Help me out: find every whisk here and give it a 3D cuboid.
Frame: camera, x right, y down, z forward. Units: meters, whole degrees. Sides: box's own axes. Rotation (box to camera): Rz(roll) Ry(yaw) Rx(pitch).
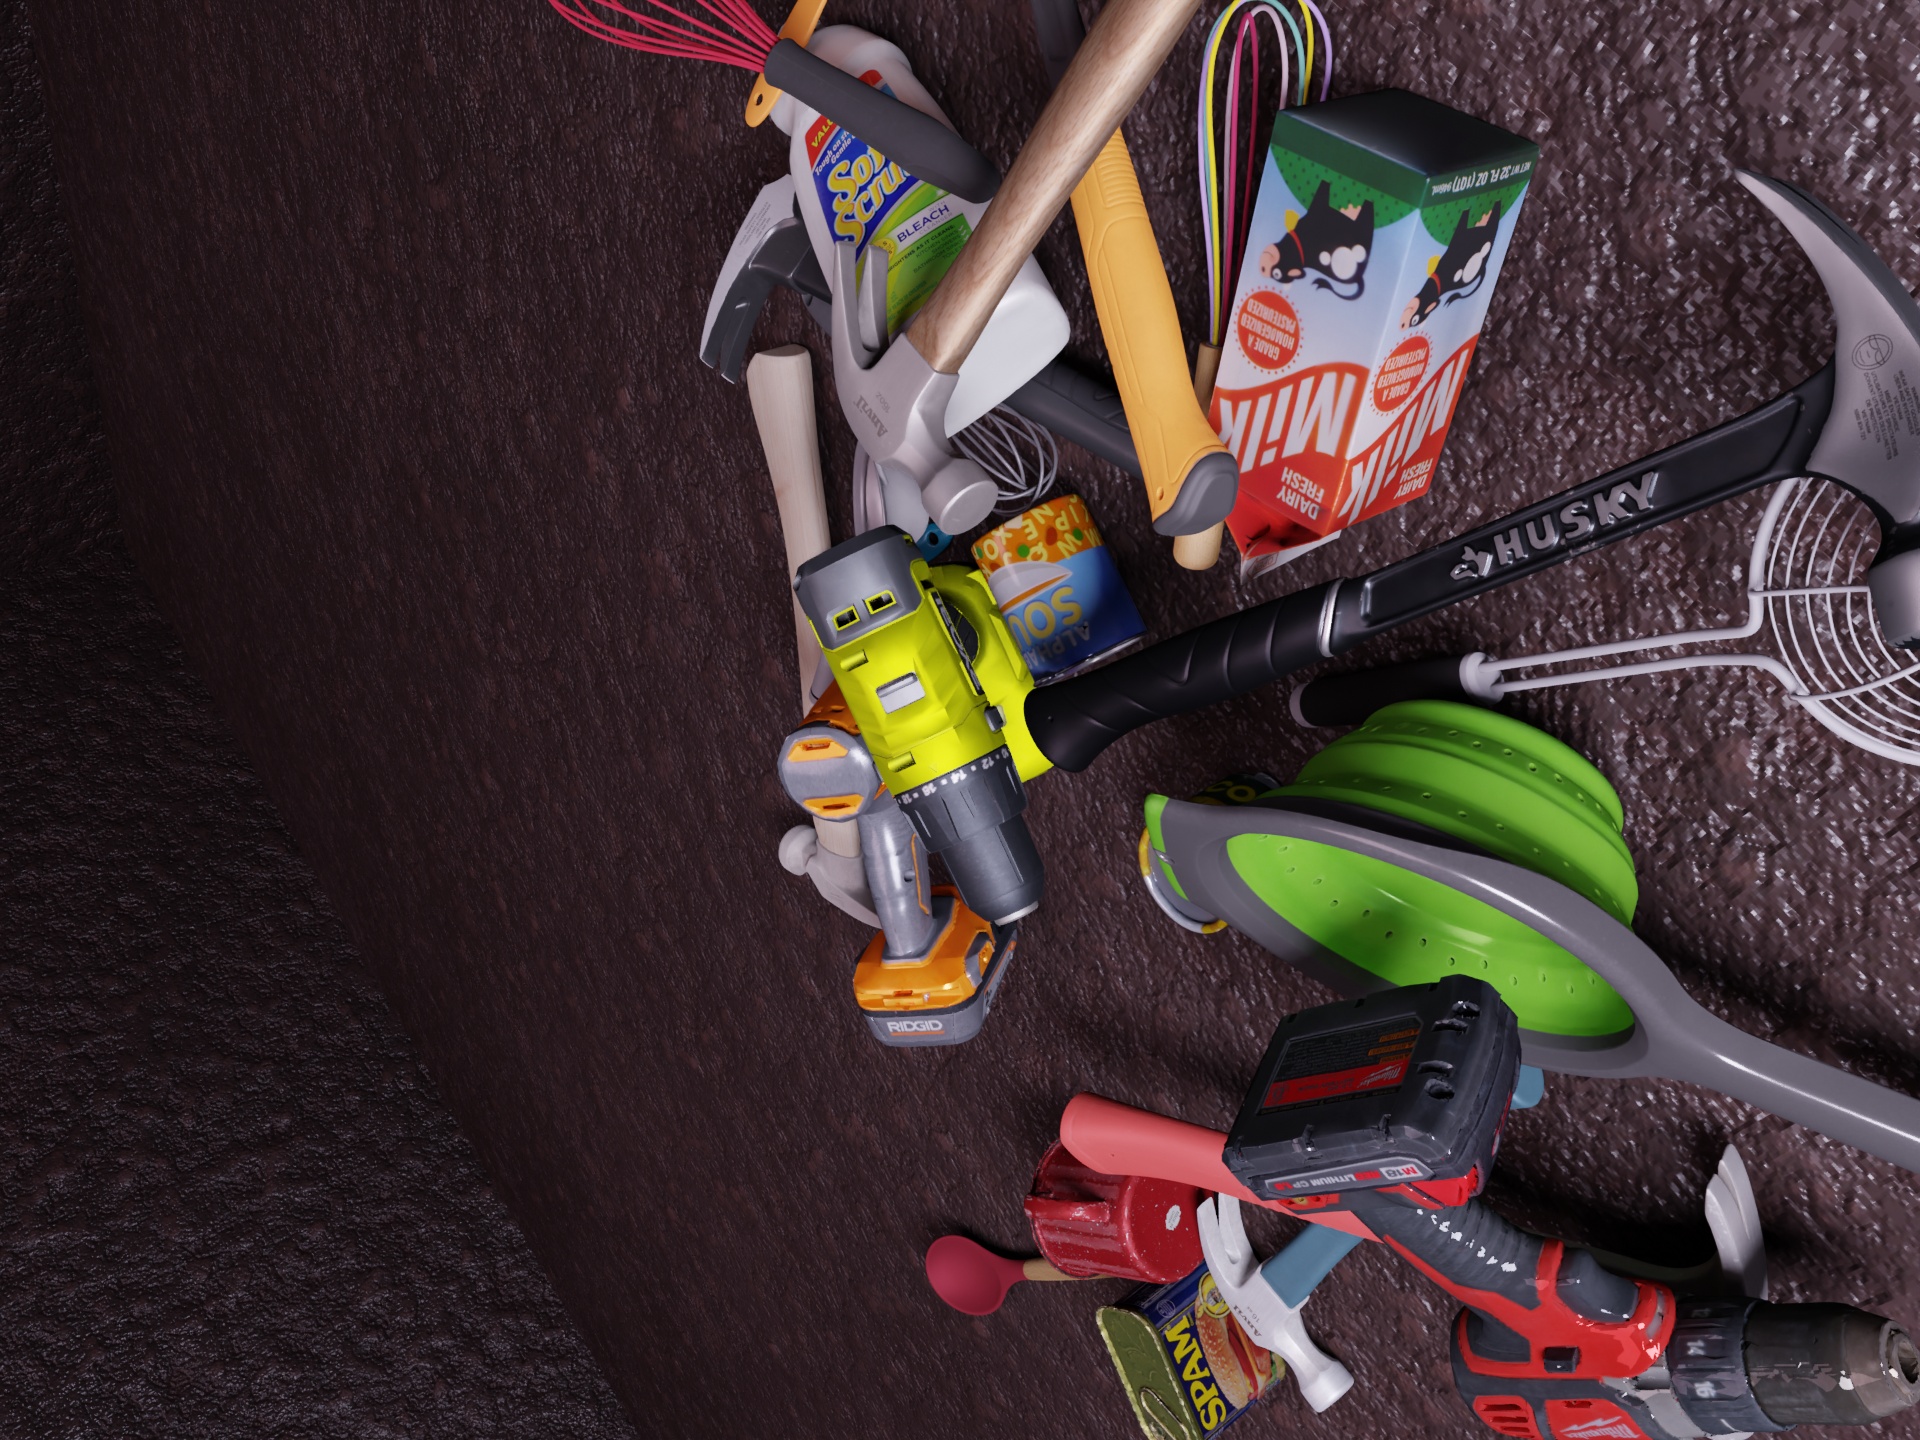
[{"bbox_3d":[-0.102,-0.324,0.761,0.296,0.073,0.073,35,139,14],"label":"whisk"},{"bbox_3d":[-0.024,-0.190,0.889,0.239,0.055,0.055,47,143,33],"label":"whisk"},{"bbox_3d":[0.111,-0.181,0.674,0.051,0.047,0.244,17,119,25],"label":"whisk"}]

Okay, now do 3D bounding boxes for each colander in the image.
[{"bbox_3d":[0.270,0.084,0.616,0.397,0.094,0.204,21,160,25],"label":"colander"}]

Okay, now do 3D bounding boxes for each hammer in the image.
[{"bbox_3d":[0.053,-0.236,0.684,0.127,0.034,0.337,-32,68,57],"label":"hammer"},{"bbox_3d":[0.200,0.233,0.785,0.359,0.037,0.149,6,122,40],"label":"hammer"},{"bbox_3d":[0.217,0.257,0.849,0.128,0.033,0.330,47,143,24],"label":"hammer"},{"bbox_3d":[0.045,-0.240,0.634,0.130,0.031,0.331,52,124,25],"label":"hammer"},{"bbox_3d":[0.001,-0.186,0.816,0.335,0.035,0.146,35,94,28],"label":"hammer"},{"bbox_3d":[-0.090,-0.047,1.081,0.146,0.038,0.410,25,129,43],"label":"hammer"},{"bbox_3d":[0.154,-0.050,0.594,0.409,0.036,0.149,-23,74,52],"label":"hammer"}]

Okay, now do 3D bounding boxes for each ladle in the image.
[{"bbox_3d":[0.064,0.399,1.160,0.069,0.031,0.315,61,145,3],"label":"ladle"}]

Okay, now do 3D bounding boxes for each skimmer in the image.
[{"bbox_3d":[0.261,-0.034,0.605,0.127,0.090,0.363,64,157,-6],"label":"skimmer"}]

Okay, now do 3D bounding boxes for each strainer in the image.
[{"bbox_3d":[-0.060,-0.080,0.955,0.258,0.050,0.087,114,149,-50],"label":"strainer"}]

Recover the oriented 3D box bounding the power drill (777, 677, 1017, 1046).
[{"bbox_3d":[-0.032,0.069,0.990,0.084,0.164,0.226,-7,115,21],"label":"power drill"}]

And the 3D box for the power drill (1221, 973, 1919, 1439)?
[{"bbox_3d":[0.236,0.206,0.630,0.226,0.080,0.188,46,141,-14],"label":"power drill"}]

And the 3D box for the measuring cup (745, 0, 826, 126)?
[{"bbox_3d":[-0.082,-0.380,0.780,0.095,0.052,0.173,45,116,32],"label":"measuring cup"}]

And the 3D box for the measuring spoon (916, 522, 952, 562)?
[{"bbox_3d":[-0.053,-0.091,0.985,0.128,0.021,0.042,-26,96,42],"label":"measuring spoon"}]

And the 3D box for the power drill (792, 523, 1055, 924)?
[{"bbox_3d":[-0.001,-0.003,0.823,0.190,0.080,0.228,65,-170,-1],"label":"power drill"}]
